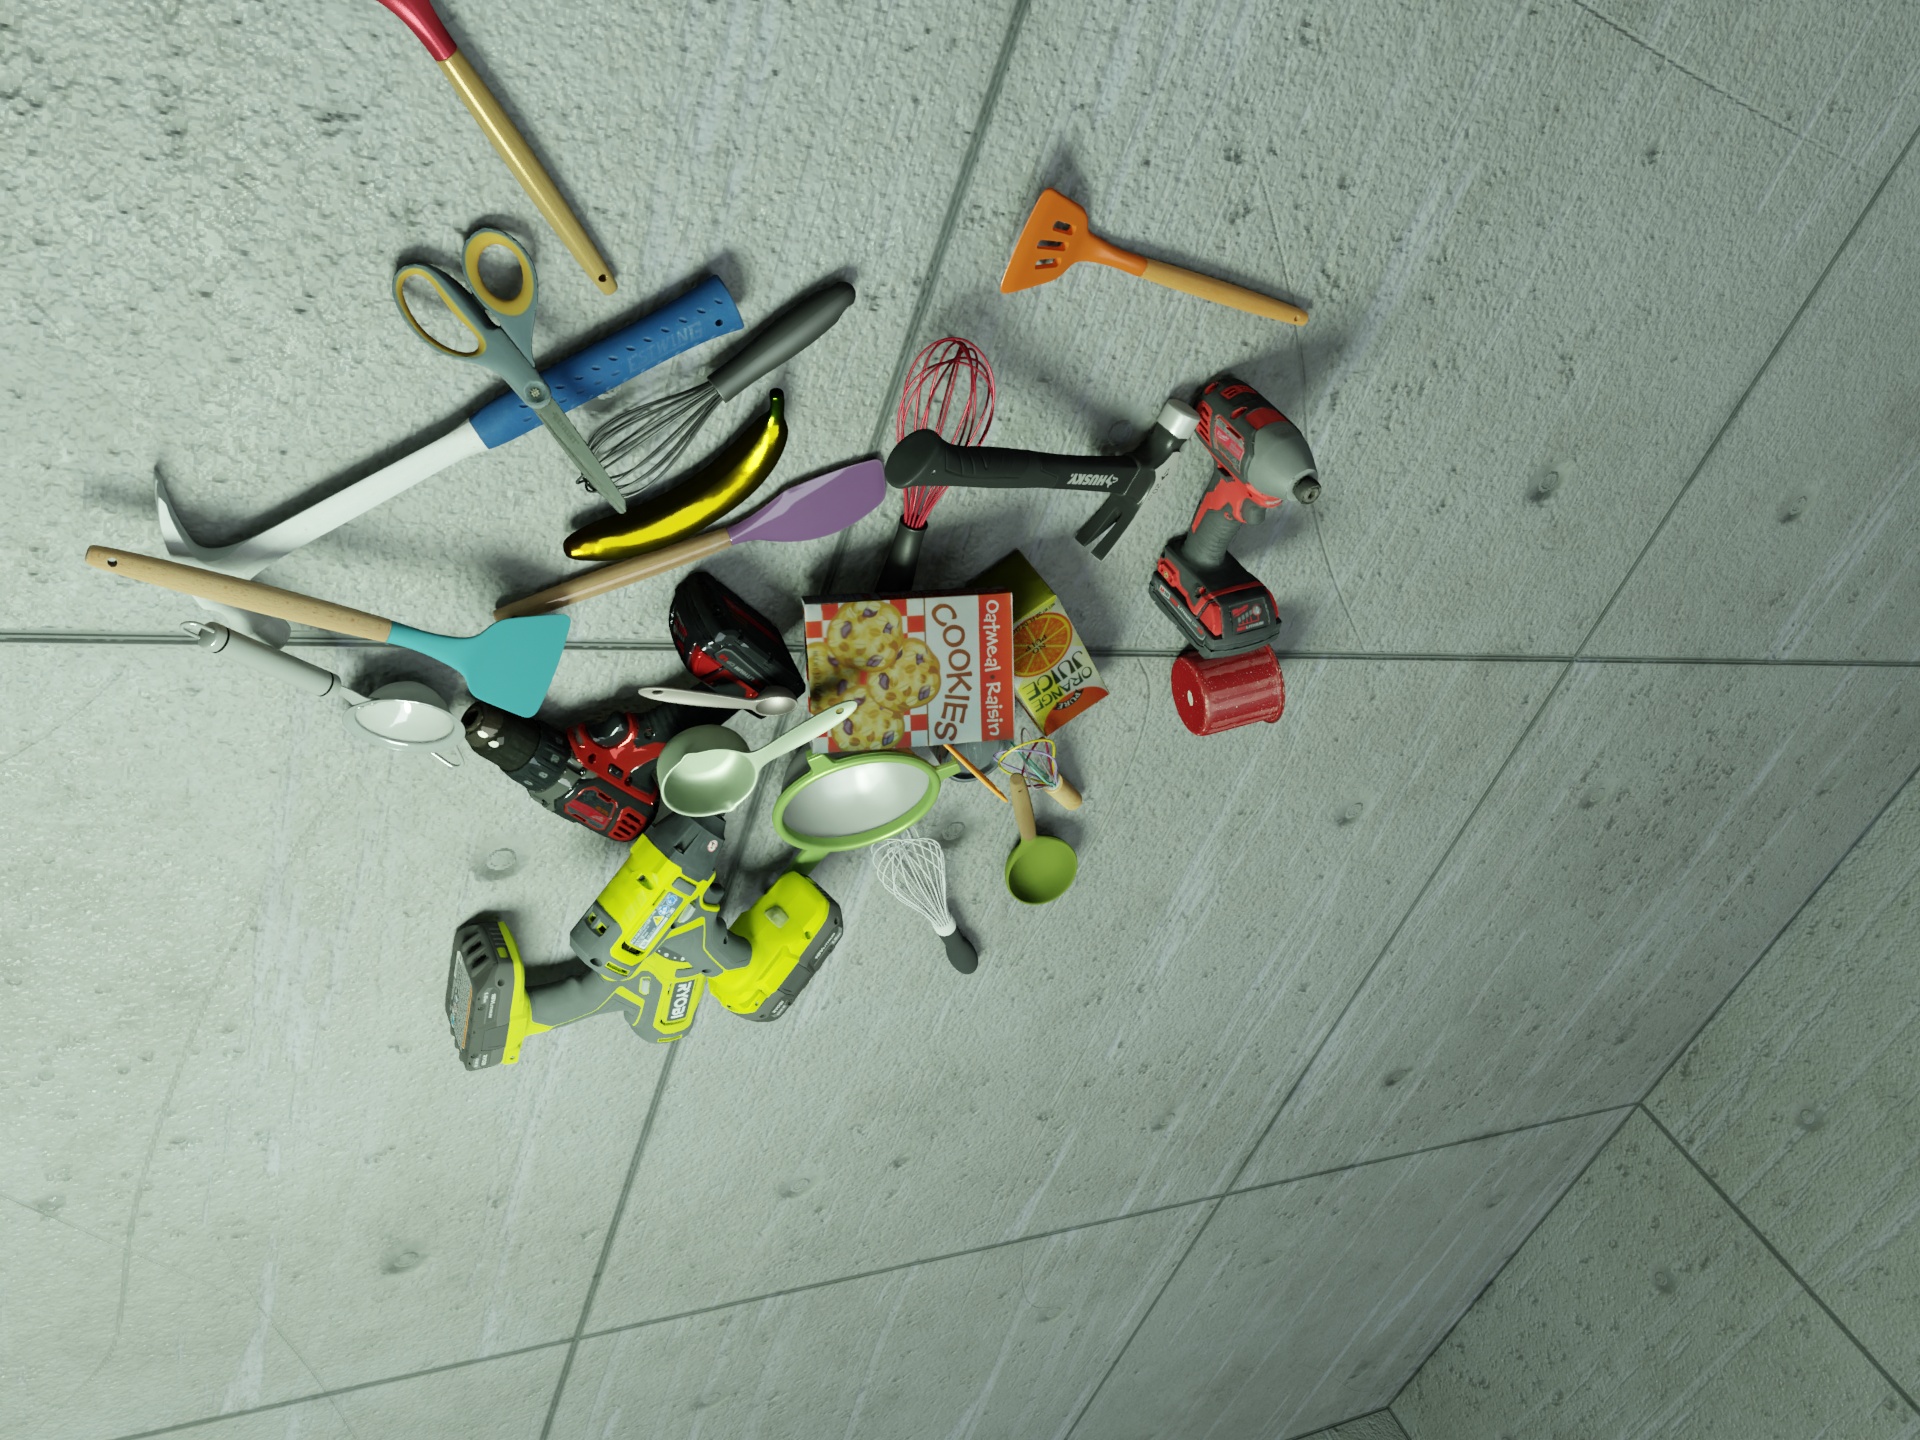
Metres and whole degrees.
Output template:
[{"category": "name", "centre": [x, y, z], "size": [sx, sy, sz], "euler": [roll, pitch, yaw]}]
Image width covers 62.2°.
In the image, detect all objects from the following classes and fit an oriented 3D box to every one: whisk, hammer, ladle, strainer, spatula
[{"category": "whisk", "centre": [-0.170, -0.234, 1.114], "size": [0.239, 0.055, 0.055], "euler": [-38, 139, -3]}, {"category": "hammer", "centre": [-0.333, -0.189, 1.058], "size": [0.405, 0.035, 0.143], "euler": [-30, 138, -5]}, {"category": "ladle", "centre": [0.069, 0.110, 1.500], "size": [0.078, 0.062, 0.320], "euler": [-29, 161, -4]}, {"category": "whisk", "centre": [0.085, 0.053, 1.493], "size": [0.047, 0.051, 0.244], "euler": [-54, 159, -2]}, {"category": "strainer", "centre": [-0.123, 0.079, 1.434], "size": [0.151, 0.069, 0.256], "euler": [5, 143, -33]}, {"category": "whisk", "centre": [-0.026, 0.189, 1.596], "size": [0.070, 0.070, 0.284], "euler": [-30, 143, -5]}, {"category": "spatula", "centre": [-0.200, -0.130, 1.211], "size": [0.316, 0.018, 0.059], "euler": [-21, 140, -15]}, {"category": "whisk", "centre": [-0.033, -0.172, 1.250], "size": [0.073, 0.073, 0.295], "euler": [-7, 137, -27]}, {"category": "hammer", "centre": [0.060, -0.190, 1.236], "size": [0.334, 0.035, 0.146], "euler": [-9, 137, -51]}, {"category": "spatula", "centre": [-0.414, -0.068, 1.070], "size": [0.317, 0.044, 0.082], "euler": [16, 101, -34]}, {"category": "ladle", "centre": [-0.287, -0.368, 0.930], "size": [0.069, 0.031, 0.315], "euler": [-34, 140, -1]}, {"category": "strainer", "centre": [-0.436, -0.024, 1.112], "size": [0.087, 0.050, 0.258], "euler": [-13, 158, 21]}, {"category": "spatula", "centre": [0.161, -0.340, 1.228], "size": [0.322, 0.041, 0.081], "euler": [4, 125, -36]}]

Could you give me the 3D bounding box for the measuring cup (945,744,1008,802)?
[{"category": "measuring cup", "centre": [-0.002, -0.004, 1.365], "size": [0.052, 0.095, 0.173], "euler": [-43, 103, 6]}]

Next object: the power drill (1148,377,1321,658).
[{"category": "power drill", "centre": [0.240, -0.167, 1.365], "size": [0.078, 0.143, 0.219], "euler": [-16, 138, -24]}]

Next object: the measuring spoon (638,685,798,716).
[{"category": "measuring spoon", "centre": [-0.184, -0.022, 1.209], "size": [0.124, 0.018, 0.034], "euler": [6, 152, -24]}]

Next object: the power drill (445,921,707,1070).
[{"category": "power drill", "centre": [-0.328, 0.220, 1.414], "size": [0.228, 0.080, 0.190], "euler": [-6, 131, -32]}]

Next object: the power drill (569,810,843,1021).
[{"category": "power drill", "centre": [-0.205, 0.162, 1.358], "size": [0.171, 0.080, 0.223], "euler": [-52, 141, -2]}]

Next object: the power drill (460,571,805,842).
[{"category": "power drill", "centre": [-0.257, -0.012, 1.245], "size": [0.226, 0.080, 0.187], "euler": [-39, 138, 10]}]

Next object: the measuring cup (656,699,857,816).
[{"category": "measuring cup", "centre": [-0.159, 0.015, 1.239], "size": [0.167, 0.038, 0.083], "euler": [-28, 140, 1]}]
